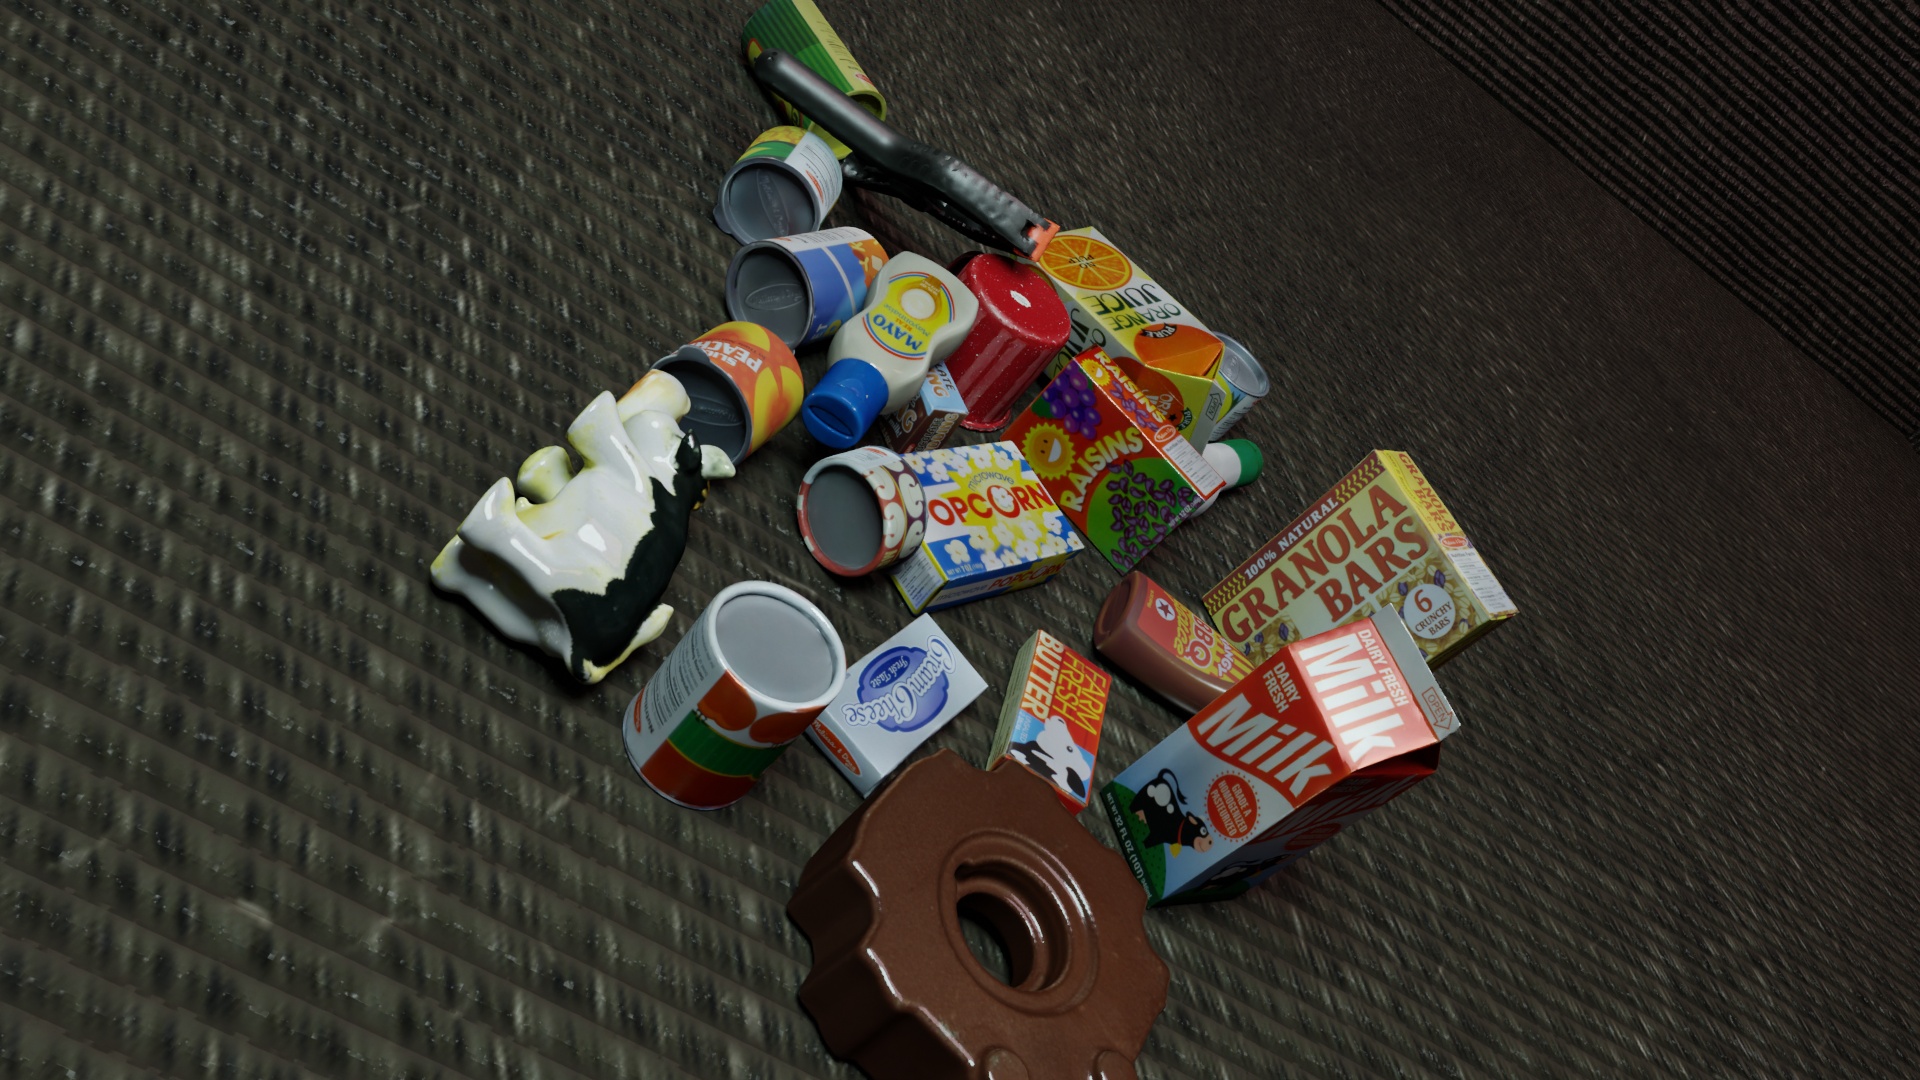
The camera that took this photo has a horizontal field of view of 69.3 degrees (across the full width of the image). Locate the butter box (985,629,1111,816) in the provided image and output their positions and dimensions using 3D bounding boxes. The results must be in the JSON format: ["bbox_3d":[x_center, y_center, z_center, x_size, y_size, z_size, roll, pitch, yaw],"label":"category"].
[{"bbox_3d":[0.049,0.099,0.750,0.053,0.024,0.104,34,37,-11],"label":"butter box"}]

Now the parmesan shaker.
[{"bbox_3d":[-0.107,-0.335,1.009,0.071,0.071,0.103,-11,61,-48],"label":"parmesan shaker"}]

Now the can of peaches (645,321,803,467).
[{"bbox_3d":[-0.124,-0.078,0.727,0.071,0.071,0.058,43,35,-1],"label":"can of peaches"}]

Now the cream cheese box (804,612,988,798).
[{"bbox_3d":[-0.033,0.080,0.693,0.053,0.024,0.104,49,36,5],"label":"cream cheese box"}]

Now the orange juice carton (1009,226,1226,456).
[{"bbox_3d":[0.110,-0.131,0.951,0.073,0.071,0.193,-18,51,-30],"label":"orange juice carton"}]

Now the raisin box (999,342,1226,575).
[{"bbox_3d":[0.097,-0.052,0.896,0.123,0.085,0.040,48,38,7],"label":"raisin box"}]

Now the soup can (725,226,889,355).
[{"bbox_3d":[-0.089,-0.150,0.839,0.071,0.071,0.084,50,36,9],"label":"soup can"}]

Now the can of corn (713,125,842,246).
[{"bbox_3d":[-0.116,-0.223,0.888,0.071,0.071,0.058,34,36,-13],"label":"can of corn"}]

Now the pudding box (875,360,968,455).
[{"bbox_3d":[-0.032,-0.094,0.848,0.030,0.049,0.084,3,52,-40],"label":"pudding box"}]

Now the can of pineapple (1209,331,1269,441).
[{"bbox_3d":[0.195,-0.121,1.081,0.071,0.057,0.071,26,39,-23],"label":"can of pineapple"}]

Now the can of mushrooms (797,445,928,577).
[{"bbox_3d":[-0.052,-0.013,0.735,0.033,0.070,0.071,-19,68,-51],"label":"can of mushrooms"}]

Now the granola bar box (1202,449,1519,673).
[{"bbox_3d":[0.243,0.041,0.872,0.039,0.164,0.124,-1,55,-43],"label":"granola bar box"}]

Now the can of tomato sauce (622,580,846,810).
[{"bbox_3d":[-0.095,0.067,0.597,0.071,0.082,0.071,25,40,-23],"label":"can of tomato sauce"}]

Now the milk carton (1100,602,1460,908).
[{"bbox_3d":[0.165,0.112,0.705,0.073,0.189,0.072,7,49,-39],"label":"milk carton"}]

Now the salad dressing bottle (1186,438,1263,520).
[{"bbox_3d":[0.168,-0.048,0.996,0.148,0.043,0.064,-13,55,-50],"label":"salad dressing bottle"}]

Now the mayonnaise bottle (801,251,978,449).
[{"bbox_3d":[-0.042,-0.107,0.784,0.065,0.041,0.149,34,43,-4],"label":"mayonnaise bottle"}]

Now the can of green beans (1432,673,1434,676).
[{"bbox_3d":[0.280,0.084,0.954,0.071,0.057,0.071,25,40,-23],"label":"can of green beans"}]

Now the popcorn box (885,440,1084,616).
[{"bbox_3d":[0.003,-0.010,0.805,0.127,0.038,0.085,-11,61,-48],"label":"popcorn box"}]

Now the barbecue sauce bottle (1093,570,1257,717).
[{"bbox_3d":[0.151,0.083,0.846,0.148,0.043,0.065,36,35,-10],"label":"barbecue sauce bottle"}]
